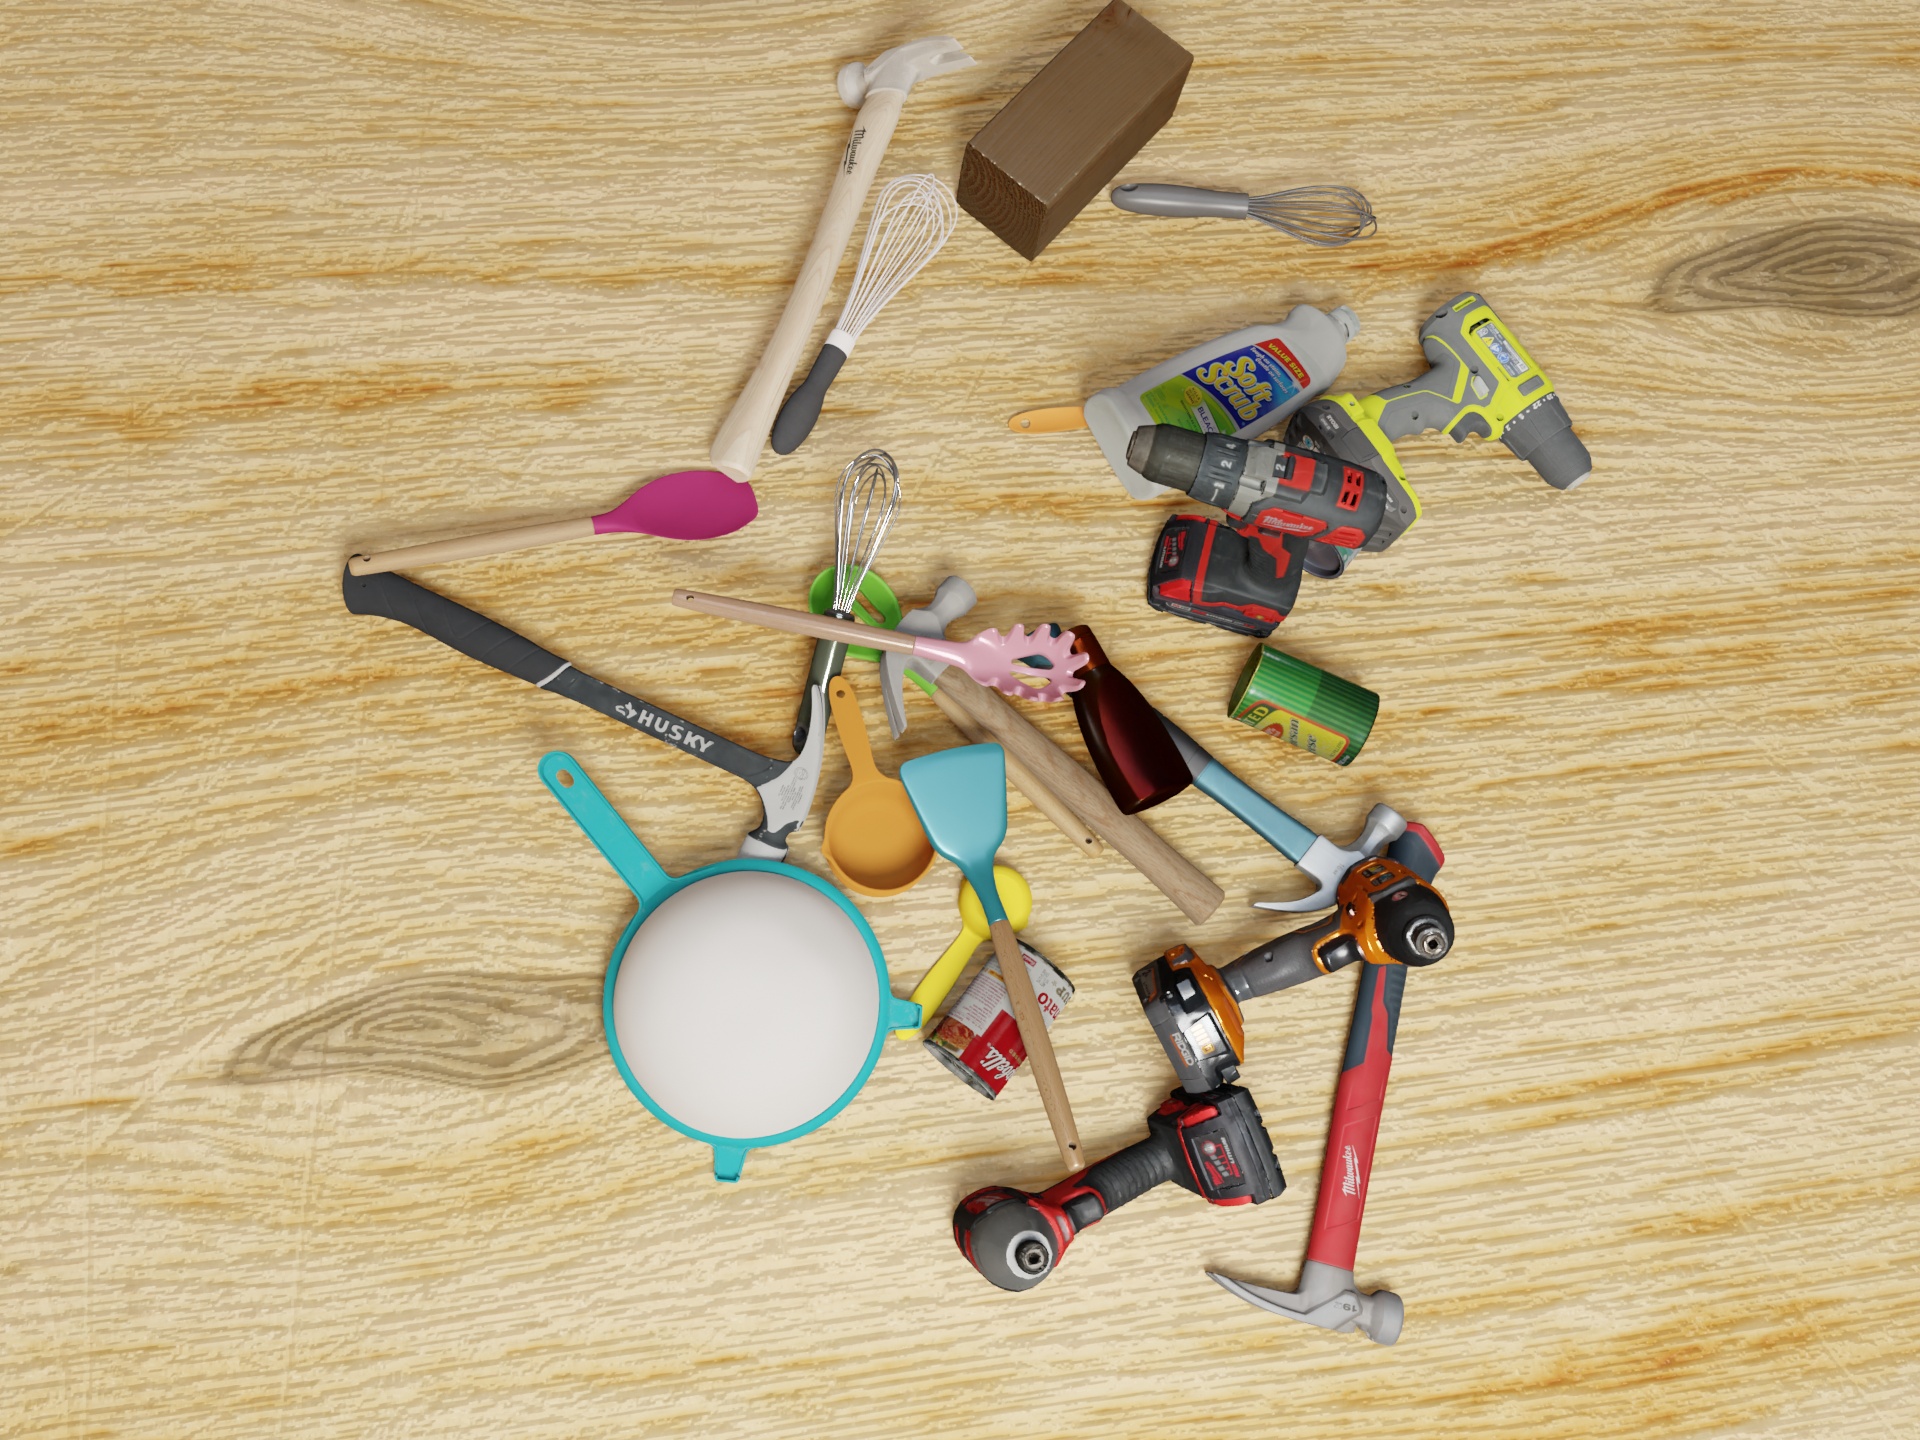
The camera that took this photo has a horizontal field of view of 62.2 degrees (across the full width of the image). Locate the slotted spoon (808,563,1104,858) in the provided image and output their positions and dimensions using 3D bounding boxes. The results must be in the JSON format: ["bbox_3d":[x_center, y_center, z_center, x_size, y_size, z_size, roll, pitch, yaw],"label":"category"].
[{"bbox_3d":[-0.002,-0.004,1.263,0.314,0.031,0.070,45,75,6],"label":"slotted spoon"}]

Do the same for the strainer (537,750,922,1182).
[{"bbox_3d":[-0.194,0.155,1.134,0.211,0.095,0.340,-39,90,-7],"label":"strainer"}]

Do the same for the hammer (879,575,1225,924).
[{"bbox_3d":[0.071,0.038,1.236,0.331,0.031,0.130,42,65,2],"label":"hammer"}]

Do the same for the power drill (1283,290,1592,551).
[{"bbox_3d":[0.408,-0.239,1.348,0.228,0.080,0.191,-31,79,-16],"label":"power drill"}]

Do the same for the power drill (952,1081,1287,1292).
[{"bbox_3d":[0.107,0.332,1.117,0.219,0.143,0.078,-20,85,-13],"label":"power drill"}]

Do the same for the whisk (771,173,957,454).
[{"bbox_3d":[-0.088,-0.344,1.340,0.070,0.070,0.285,28,78,2],"label":"whisk"}]

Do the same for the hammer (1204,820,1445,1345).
[{"bbox_3d":[0.295,0.258,1.212,0.143,0.038,0.386,15,73,0],"label":"hammer"}]

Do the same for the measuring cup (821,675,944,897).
[{"bbox_3d":[-0.073,0.053,1.224,0.095,0.052,0.174,-15,76,-11],"label":"measuring cup"}]

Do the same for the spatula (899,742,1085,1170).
[{"bbox_3d":[0.035,0.165,1.140,0.082,0.044,0.318,-12,61,-13],"label":"spatula"}]

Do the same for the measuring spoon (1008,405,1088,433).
[{"bbox_3d":[0.098,-0.257,1.356,0.117,0.011,0.021,-7,86,-4],"label":"measuring spoon"}]

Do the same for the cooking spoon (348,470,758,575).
[{"bbox_3d":[-0.317,-0.150,1.259,0.319,0.017,0.069,-12,65,-17],"label":"cooking spoon"}]

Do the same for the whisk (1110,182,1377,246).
[{"bbox_3d":[0.252,-0.453,1.410,0.239,0.055,0.055,5,74,0],"label":"whisk"}]

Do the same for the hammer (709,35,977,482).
[{"bbox_3d":[-0.109,-0.386,1.323,0.038,0.146,0.411,32,73,-42],"label":"hammer"}]

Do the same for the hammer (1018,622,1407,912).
[{"bbox_3d":[0.182,0.031,1.261,0.331,0.033,0.128,38,84,8],"label":"hammer"}]

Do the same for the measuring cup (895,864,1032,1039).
[{"bbox_3d":[0.000,0.176,1.208,0.062,0.029,0.156,35,72,5],"label":"measuring cup"}]

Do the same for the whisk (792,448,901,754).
[{"bbox_3d":[-0.091,-0.090,1.237,0.058,0.059,0.246,19,96,41],"label":"whisk"}]

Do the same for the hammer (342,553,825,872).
[{"bbox_3d":[-0.293,-0.032,1.224,0.409,0.036,0.149,25,91,5],"label":"hammer"}]

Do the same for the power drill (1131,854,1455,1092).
[{"bbox_3d":[0.244,0.178,1.144,0.226,0.164,0.084,-28,95,3],"label":"power drill"}]

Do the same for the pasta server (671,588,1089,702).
[{"bbox_3d":[-0.061,-0.064,1.202,0.316,0.040,0.060,11,78,-4],"label":"pasta server"}]

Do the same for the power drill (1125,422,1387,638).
[{"bbox_3d":[0.203,-0.151,1.221,0.188,0.226,0.080,15,73,-2],"label":"power drill"}]
